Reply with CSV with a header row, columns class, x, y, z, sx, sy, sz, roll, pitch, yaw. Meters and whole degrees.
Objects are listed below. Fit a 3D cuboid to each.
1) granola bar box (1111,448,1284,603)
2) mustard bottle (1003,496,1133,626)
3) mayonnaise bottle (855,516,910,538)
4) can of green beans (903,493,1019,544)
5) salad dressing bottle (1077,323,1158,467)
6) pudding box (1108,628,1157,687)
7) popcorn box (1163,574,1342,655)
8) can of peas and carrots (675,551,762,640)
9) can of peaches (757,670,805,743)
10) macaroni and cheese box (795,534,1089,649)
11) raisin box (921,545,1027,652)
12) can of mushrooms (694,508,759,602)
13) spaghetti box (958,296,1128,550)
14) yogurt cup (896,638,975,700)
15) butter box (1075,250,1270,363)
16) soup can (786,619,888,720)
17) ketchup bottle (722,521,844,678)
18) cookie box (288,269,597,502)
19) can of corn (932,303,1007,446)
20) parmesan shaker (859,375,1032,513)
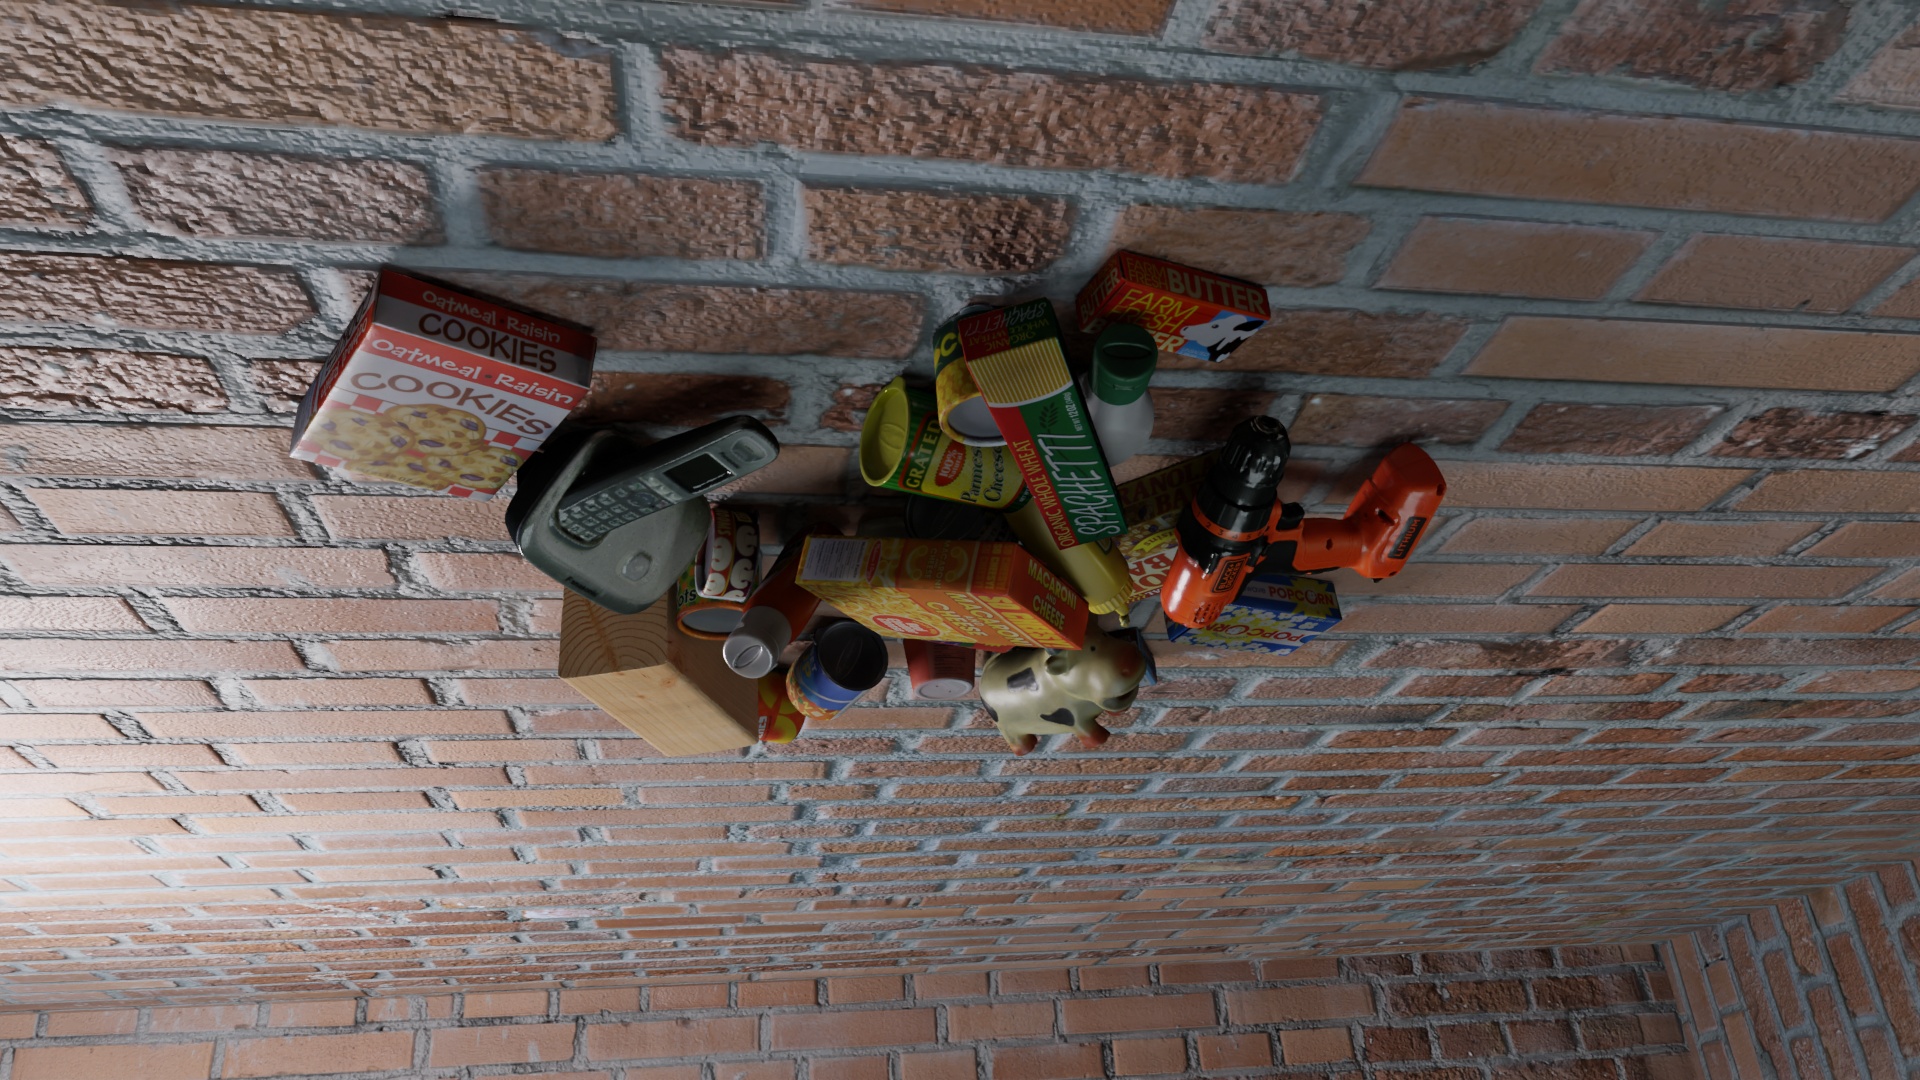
class,x,y,z,sx,sy,sz,roll,pitch,yaw
granola bar box,0.153,-0.003,1.059,0.165,0.039,0.124,-21,149,29
mustard bottle,0.083,0.006,0.989,0.048,0.066,0.160,-27,123,20
mayonnaise bottle,-0.053,0.031,1.095,0.065,0.041,0.147,0,154,-5
can of green beans,0.002,-0.014,0.985,0.071,0.071,0.057,-17,151,23
salad dressing bottle,0.091,-0.087,0.848,0.064,0.044,0.147,4,165,-1
pudding box,0.152,0.113,1.301,0.049,0.030,0.083,-11,152,16
popcorn box,0.253,0.063,1.208,0.127,0.038,0.084,8,149,-23
can of peas and carrots,-0.187,0.038,1.066,0.071,0.059,0.070,-4,153,-2
can of peaches,-0.182,0.154,1.285,0.058,0.071,0.071,15,147,-35
macaroni and cheese box,-0.011,0.036,0.965,0.166,0.040,0.123,1,160,30
raisin box,0.031,0.048,1.144,0.086,0.040,0.123,11,148,-29
can of mushrooms,-0.169,0.008,1.006,0.033,0.071,0.070,8,150,-21
spaghetti box,0.055,-0.059,0.814,0.050,0.029,0.249,-14,153,10
yogurt cup,-0.017,0.108,1.238,0.072,0.054,0.072,-4,153,-2
butter box,0.124,-0.135,0.810,0.103,0.024,0.053,9,151,-25
soup can,-0.112,0.113,1.223,0.071,0.071,0.083,9,151,-25
ketchup bottle,-0.125,0.043,0.992,0.043,0.149,0.064,44,119,-11
cookie box,-0.309,-0.086,0.824,0.123,0.040,0.166,15,148,-34
can of corn,0.017,-0.098,0.829,0.071,0.058,0.071,-4,153,-2
parmesan shaker,-0.004,-0.060,0.895,0.103,0.071,0.071,11,149,-29
